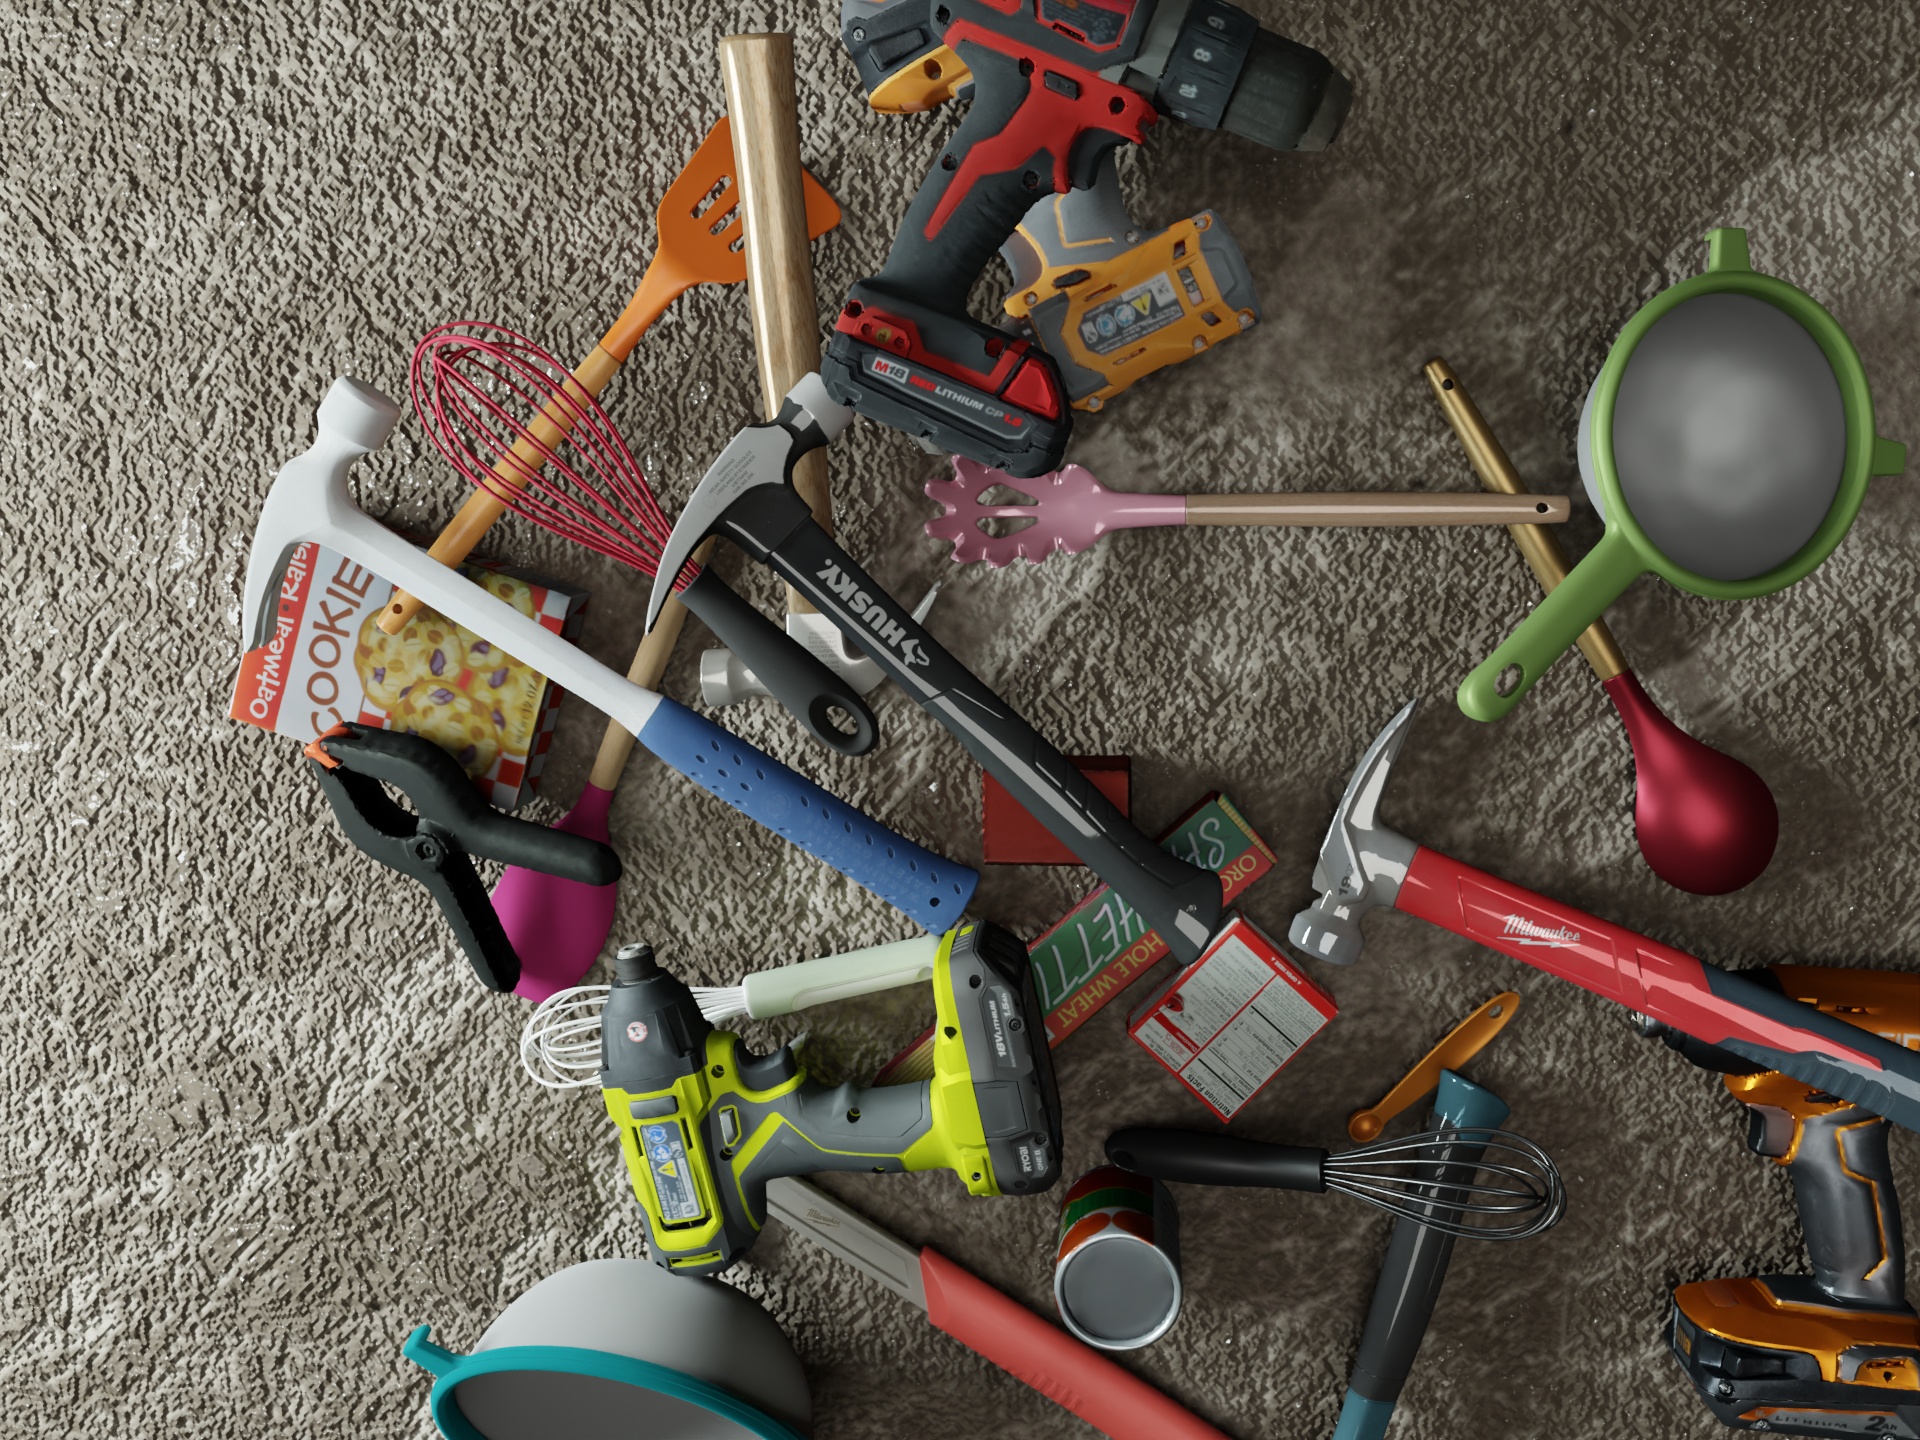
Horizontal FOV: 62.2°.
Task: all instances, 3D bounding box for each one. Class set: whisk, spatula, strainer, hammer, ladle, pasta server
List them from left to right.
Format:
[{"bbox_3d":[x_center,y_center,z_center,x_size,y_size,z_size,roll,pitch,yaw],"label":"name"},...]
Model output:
[{"bbox_3d":[-0.193,-0.169,0.821,0.081,0.041,0.322,41,96,-2],"label":"spatula"},{"bbox_3d":[-0.172,-0.003,0.819,0.405,0.035,0.144,33,100,-10],"label":"hammer"},{"bbox_3d":[-0.149,-0.082,0.788,0.073,0.073,0.295,-44,108,10],"label":"whisk"},{"bbox_3d":[-0.122,0.154,0.868,0.246,0.057,0.059,-13,54,4],"label":"whisk"},{"bbox_3d":[-0.105,0.353,0.845,0.340,0.095,0.210,0,133,11],"label":"strainer"},{"bbox_3d":[-0.082,-0.166,0.799,0.130,0.031,0.331,-3,109,4],"label":"hammer"},{"bbox_3d":[-0.001,-0.002,0.768,0.334,0.035,0.146,44,77,-6],"label":"hammer"},{"bbox_3d":[0.018,0.324,0.880,0.359,0.037,0.149,31,100,2],"label":"hammer"},{"bbox_3d":[0.141,-0.106,0.798,0.316,0.040,0.060,1,95,10],"label":"pasta server"},{"bbox_3d":[0.184,0.229,0.815,0.239,0.055,0.055,-2,98,28],"label":"whisk"},{"bbox_3d":[0.225,0.345,0.846,0.128,0.033,0.331,14,95,-24],"label":"hammer"},{"bbox_3d":[0.318,-0.046,0.802,0.069,0.031,0.315,-31,92,10],"label":"ladle"},{"bbox_3d":[0.314,-0.095,0.754,0.256,0.069,0.151,-45,102,-6],"label":"strainer"},{"bbox_3d":[0.362,0.120,0.759,0.386,0.038,0.143,23,98,20],"label":"hammer"}]

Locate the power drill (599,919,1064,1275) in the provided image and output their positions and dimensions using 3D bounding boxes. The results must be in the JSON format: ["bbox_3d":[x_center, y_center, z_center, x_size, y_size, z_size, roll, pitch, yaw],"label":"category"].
[{"bbox_3d":[-0.069,0.182,0.813,0.223,0.080,0.171,-11,100,7],"label":"power drill"}]

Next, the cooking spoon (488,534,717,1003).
[{"bbox_3d":[-0.187,0.012,0.869,0.069,0.017,0.319,24,100,2],"label":"cooking spoon"}]

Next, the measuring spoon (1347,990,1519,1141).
[{"bbox_3d":[0.251,0.183,0.848,0.117,0.011,0.021,-44,114,7],"label":"measuring spoon"}]

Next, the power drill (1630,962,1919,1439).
[{"bbox_3d":[0.418,0.235,0.803,0.164,0.084,0.226,4,94,7],"label":"power drill"}]

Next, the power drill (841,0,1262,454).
[{"bbox_3d":[0.021,-0.256,0.782,0.185,0.084,0.226,-25,99,11],"label":"power drill"}]

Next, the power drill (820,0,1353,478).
[{"bbox_3d":[0.051,-0.225,0.712,0.188,0.080,0.226,22,105,-1],"label":"power drill"}]
